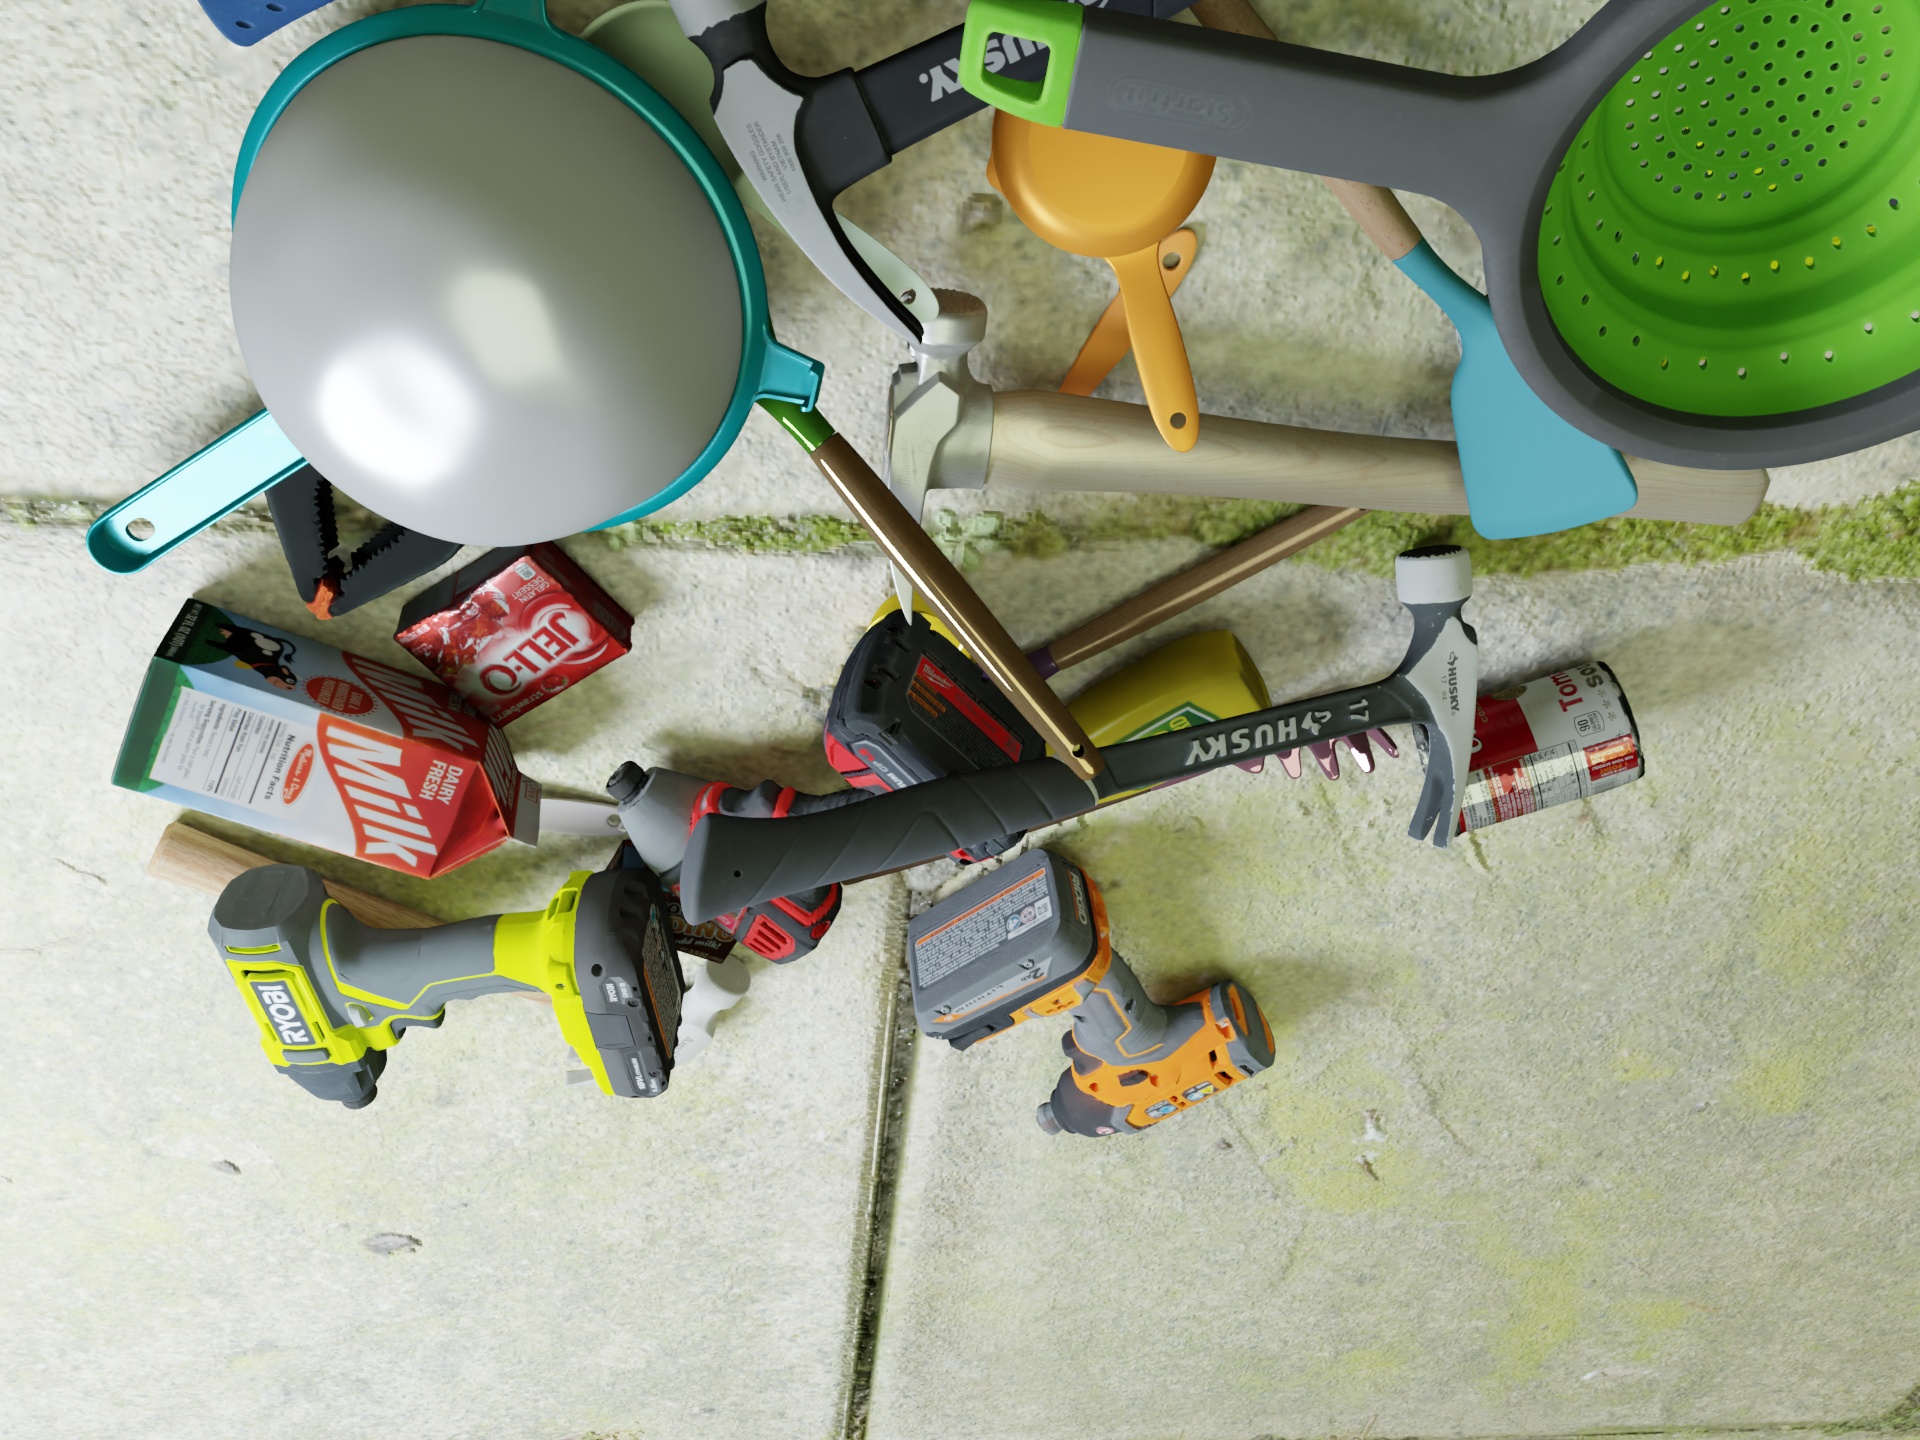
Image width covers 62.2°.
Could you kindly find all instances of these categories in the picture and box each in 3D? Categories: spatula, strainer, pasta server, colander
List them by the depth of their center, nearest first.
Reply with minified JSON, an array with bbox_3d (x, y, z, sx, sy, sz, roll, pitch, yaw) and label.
[{"bbox_3d":[0.199,-0.206,0.534,0.397,0.095,0.204,10,138,-3],"label":"colander"},{"bbox_3d":[-0.237,-0.118,0.611,0.340,0.095,0.210,-24,120,21],"label":"strainer"},{"bbox_3d":[0.157,-0.199,0.625,0.317,0.044,0.082,44,156,-20],"label":"spatula"},{"bbox_3d":[0.072,-0.042,0.807,0.316,0.018,0.059,-28,119,19],"label":"spatula"},{"bbox_3d":[0.079,0.047,0.874,0.316,0.040,0.060,-18,163,13],"label":"pasta server"}]

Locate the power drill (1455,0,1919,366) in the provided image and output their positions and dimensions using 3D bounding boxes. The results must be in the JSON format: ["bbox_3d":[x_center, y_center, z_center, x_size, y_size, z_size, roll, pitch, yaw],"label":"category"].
[{"bbox_3d":[0.281,-0.237,0.617,0.190,0.080,0.228,-14,133,14],"label":"power drill"}]

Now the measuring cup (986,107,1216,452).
[{"bbox_3d":[0.068,-0.184,0.619,0.095,0.052,0.173,-16,108,8],"label":"measuring cup"}]

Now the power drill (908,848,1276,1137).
[{"bbox_3d":[0.068,0.183,0.967,0.164,0.084,0.226,-33,130,22],"label":"power drill"}]

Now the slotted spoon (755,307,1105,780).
[{"bbox_3d":[-0.043,-0.095,0.667,0.070,0.031,0.313,-40,98,2],"label":"slotted spoon"}]

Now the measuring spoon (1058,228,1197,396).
[{"bbox_3d":[0.068,-0.166,0.701,0.021,0.011,0.117,23,126,-23],"label":"measuring spoon"}]

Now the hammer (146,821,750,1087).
[{"bbox_3d":[-0.297,0.134,0.922,0.331,0.031,0.130,25,124,-24],"label":"hammer"}]

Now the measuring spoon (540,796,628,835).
[{"bbox_3d":[-0.235,0.046,0.863,0.124,0.018,0.034,9,115,-21],"label":"measuring spoon"}]

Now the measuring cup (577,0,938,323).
[{"bbox_3d":[-0.076,-0.211,0.620,0.167,0.038,0.083,33,112,-23],"label":"measuring cup"}]

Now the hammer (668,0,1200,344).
[{"bbox_3d":[0.078,-0.254,0.545,0.335,0.035,0.146,-22,111,10],"label":"hammer"}]

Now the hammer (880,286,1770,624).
[{"bbox_3d":[0.169,-0.106,0.724,0.410,0.038,0.146,2,120,-9],"label":"hammer"}]

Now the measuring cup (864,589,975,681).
[{"bbox_3d":[-0.001,-0.003,0.817,0.062,0.029,0.156,-10,128,21],"label":"measuring cup"}]

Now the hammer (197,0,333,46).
[{"bbox_3d":[-0.076,-0.317,0.540,0.405,0.035,0.143,-17,130,10],"label":"hammer"}]

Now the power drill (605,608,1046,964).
[{"bbox_3d":[-0.076,0.040,0.806,0.143,0.079,0.219,42,131,-22],"label":"power drill"}]

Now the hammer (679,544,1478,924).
[{"bbox_3d":[0.070,0.027,0.730,0.409,0.036,0.149,-13,103,-20],"label":"hammer"}]

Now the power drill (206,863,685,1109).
[{"bbox_3d":[-0.272,0.151,0.870,0.223,0.080,0.171,-2,130,2],"label":"power drill"}]
